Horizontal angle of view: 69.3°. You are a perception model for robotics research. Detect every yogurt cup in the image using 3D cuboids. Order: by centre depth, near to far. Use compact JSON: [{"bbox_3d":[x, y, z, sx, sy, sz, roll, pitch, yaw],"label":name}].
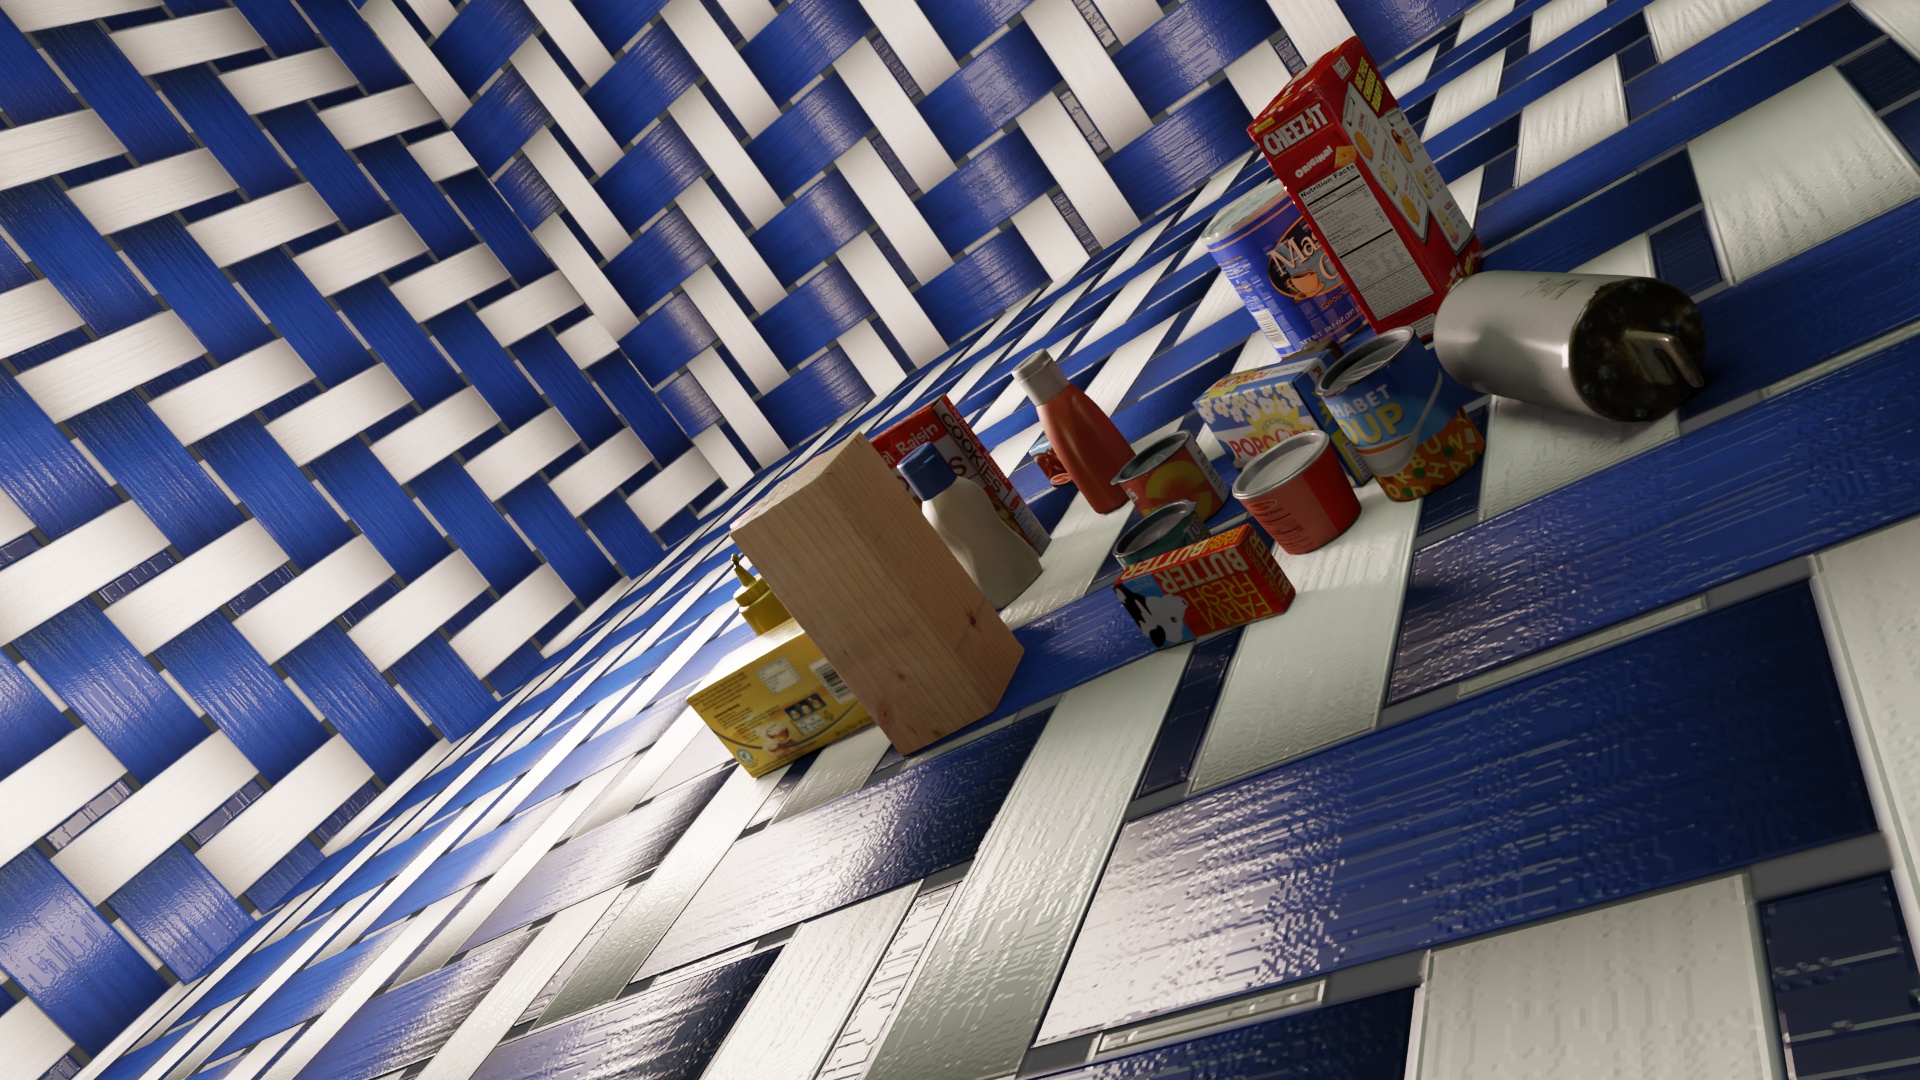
[{"bbox_3d":[0.212,-0.028,0.865,0.072,0.054,0.072,-35,12,8],"label":"yogurt cup"}]

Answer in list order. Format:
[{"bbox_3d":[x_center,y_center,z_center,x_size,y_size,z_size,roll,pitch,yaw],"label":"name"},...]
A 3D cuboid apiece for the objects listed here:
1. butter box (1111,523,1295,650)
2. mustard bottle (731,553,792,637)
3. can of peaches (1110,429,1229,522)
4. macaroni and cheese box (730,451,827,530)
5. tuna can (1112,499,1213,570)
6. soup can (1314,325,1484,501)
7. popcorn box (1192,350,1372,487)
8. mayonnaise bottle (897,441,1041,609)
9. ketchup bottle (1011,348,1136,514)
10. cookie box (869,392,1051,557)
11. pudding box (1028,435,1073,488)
[{"bbox_3d":[0.145,0.029,0.835,0.103,0.053,0.024,-24,17,46],"label":"butter box"},{"bbox_3d":[-0.160,0.077,1.253,0.049,0.160,0.065,-38,12,-5],"label":"mustard bottle"},{"bbox_3d":[0.159,-0.040,1.052,0.071,0.058,0.071,-35,12,8],"label":"can of peaches"},{"bbox_3d":[-0.133,0.012,1.412,0.124,0.166,0.040,-42,13,-27],"label":"macaroni and cheese box"},{"bbox_3d":[0.146,0.002,0.986,0.071,0.033,0.071,-35,12,8],"label":"tuna can"},{"bbox_3d":[0.261,-0.073,0.829,0.071,0.083,0.071,-35,12,8],"label":"soup can"},{"bbox_3d":[0.224,-0.077,0.943,0.038,0.085,0.126,-40,12,-17],"label":"popcorn box"},{"bbox_3d":[0.004,-0.015,1.171,0.065,0.148,0.041,-42,13,-24],"label":"mayonnaise bottle"},{"bbox_3d":[0.102,-0.098,1.213,0.043,0.148,0.065,-23,18,49],"label":"ketchup bottle"},{"bbox_3d":[-0.017,-0.033,1.255,0.122,0.167,0.040,-29,13,31],"label":"cookie box"},{"bbox_3d":[0.112,-0.087,1.385,0.030,0.049,0.083,-44,14,-32],"label":"pudding box"}]
